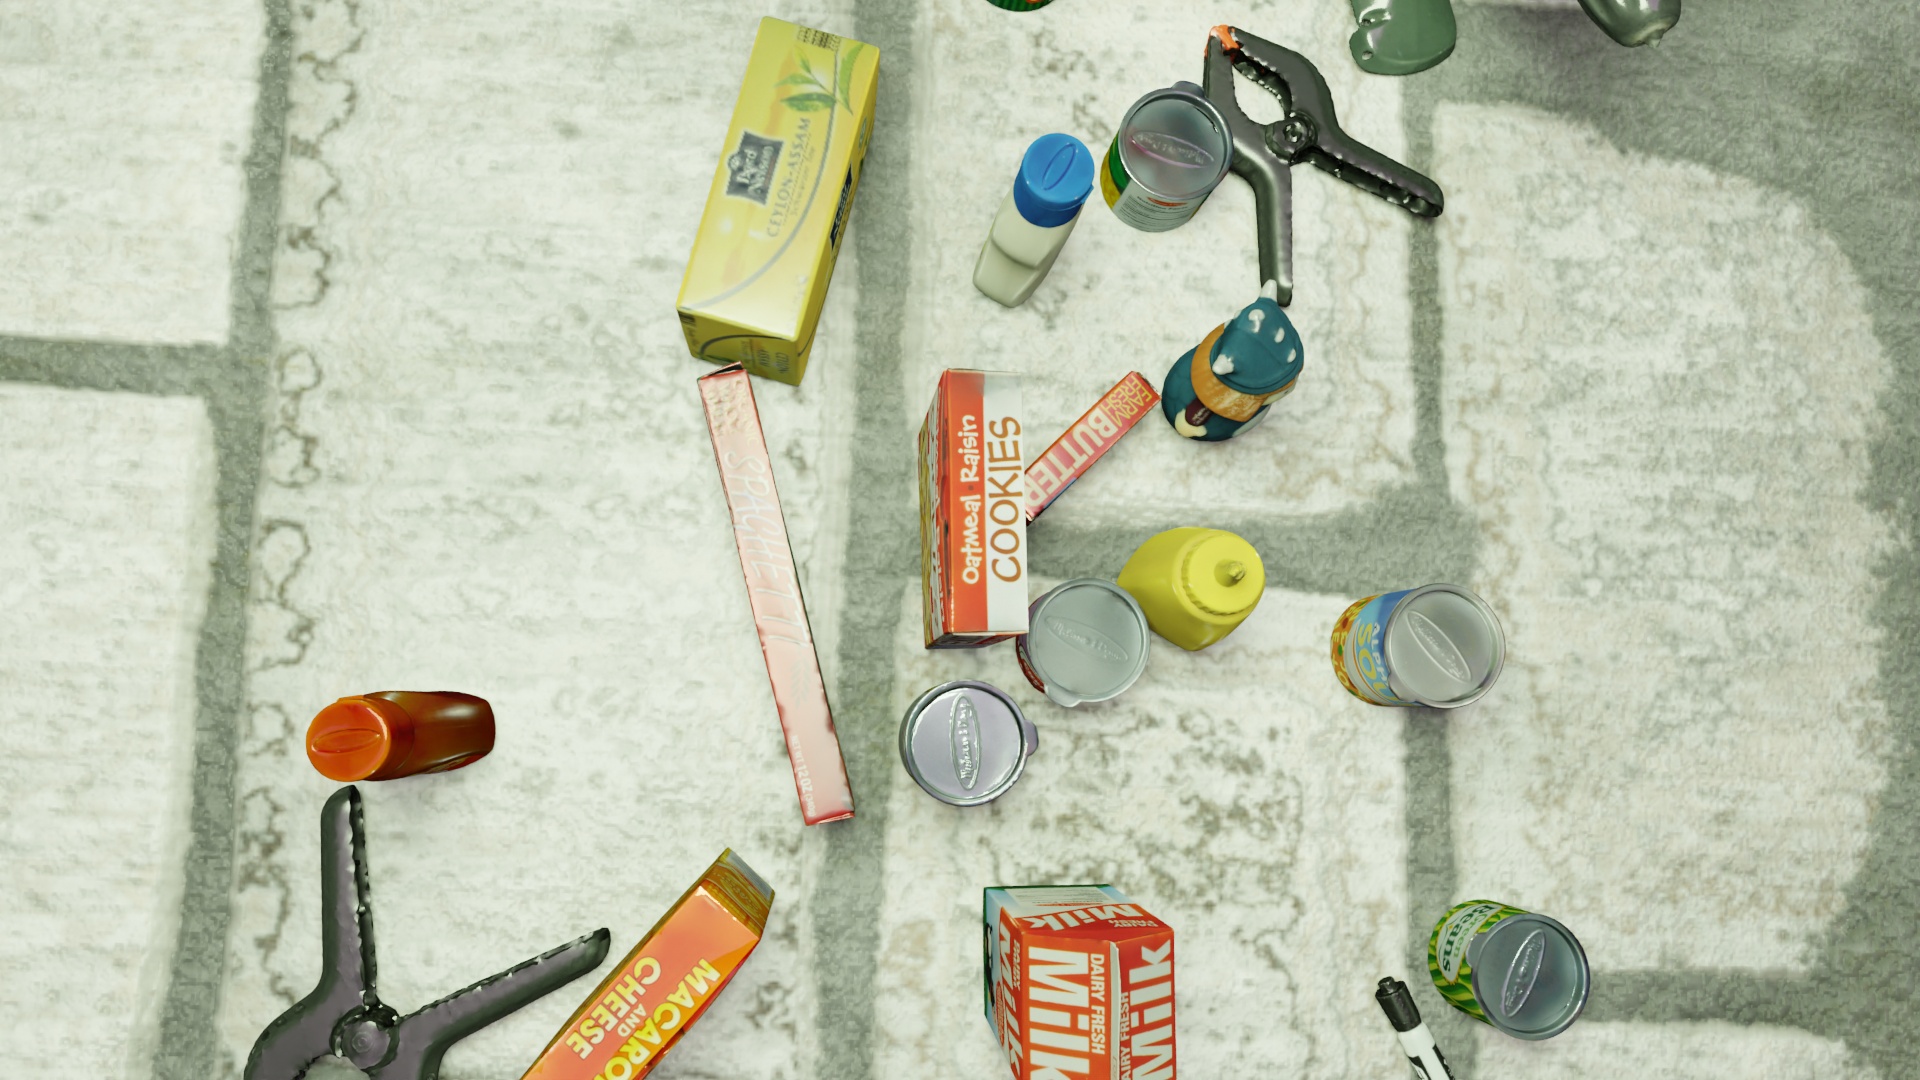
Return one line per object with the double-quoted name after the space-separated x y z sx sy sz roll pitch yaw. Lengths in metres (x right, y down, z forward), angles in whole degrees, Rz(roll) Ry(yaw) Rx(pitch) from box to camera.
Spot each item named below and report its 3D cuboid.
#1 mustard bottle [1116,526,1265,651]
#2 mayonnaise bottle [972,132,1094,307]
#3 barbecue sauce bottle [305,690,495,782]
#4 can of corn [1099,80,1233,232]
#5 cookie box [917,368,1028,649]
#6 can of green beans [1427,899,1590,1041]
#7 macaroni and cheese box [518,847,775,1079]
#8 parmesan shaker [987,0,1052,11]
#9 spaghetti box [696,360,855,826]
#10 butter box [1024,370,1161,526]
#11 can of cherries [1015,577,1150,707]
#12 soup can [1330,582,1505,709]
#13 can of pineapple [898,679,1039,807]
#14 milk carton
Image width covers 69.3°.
0.126 0.023 0.722 0.065 0.160 0.049 41 81 0 "mustard bottle"
0.040 -0.173 0.745 0.041 0.148 0.065 33 81 -1 "mayonnaise bottle"
-0.274 0.095 0.677 0.065 0.148 0.043 -7 84 -7 "barbecue sauce bottle"
0.119 -0.221 0.804 0.071 0.058 0.071 1 83 -6 "can of corn"
0.003 -0.009 0.710 0.040 0.167 0.123 -1 83 -6 "cookie box"
0.300 0.235 0.765 0.071 0.057 0.071 1 83 -6 "can of green beans"
-0.146 0.213 0.666 0.040 0.166 0.124 43 81 0 "macaroni and cheese box"
0.041 -0.358 0.791 0.071 0.103 0.071 1 83 -6 "parmesan shaker"
-0.100 0.029 0.753 0.029 0.050 0.250 -14 84 -7 "spaghetti box"
0.064 -0.050 0.779 0.103 0.053 0.024 -43 89 -9 "butter box"
0.064 0.058 0.763 0.071 0.058 0.071 1 83 -6 "can of cherries"
0.248 0.061 0.769 0.071 0.083 0.071 1 83 -6 "soup can"
0.002 0.109 0.750 0.071 0.058 0.071 1 83 -6 "can of pineapple"
0.057 0.216 0.675 0.073 0.190 0.072 0 83 -6 "milk carton"
